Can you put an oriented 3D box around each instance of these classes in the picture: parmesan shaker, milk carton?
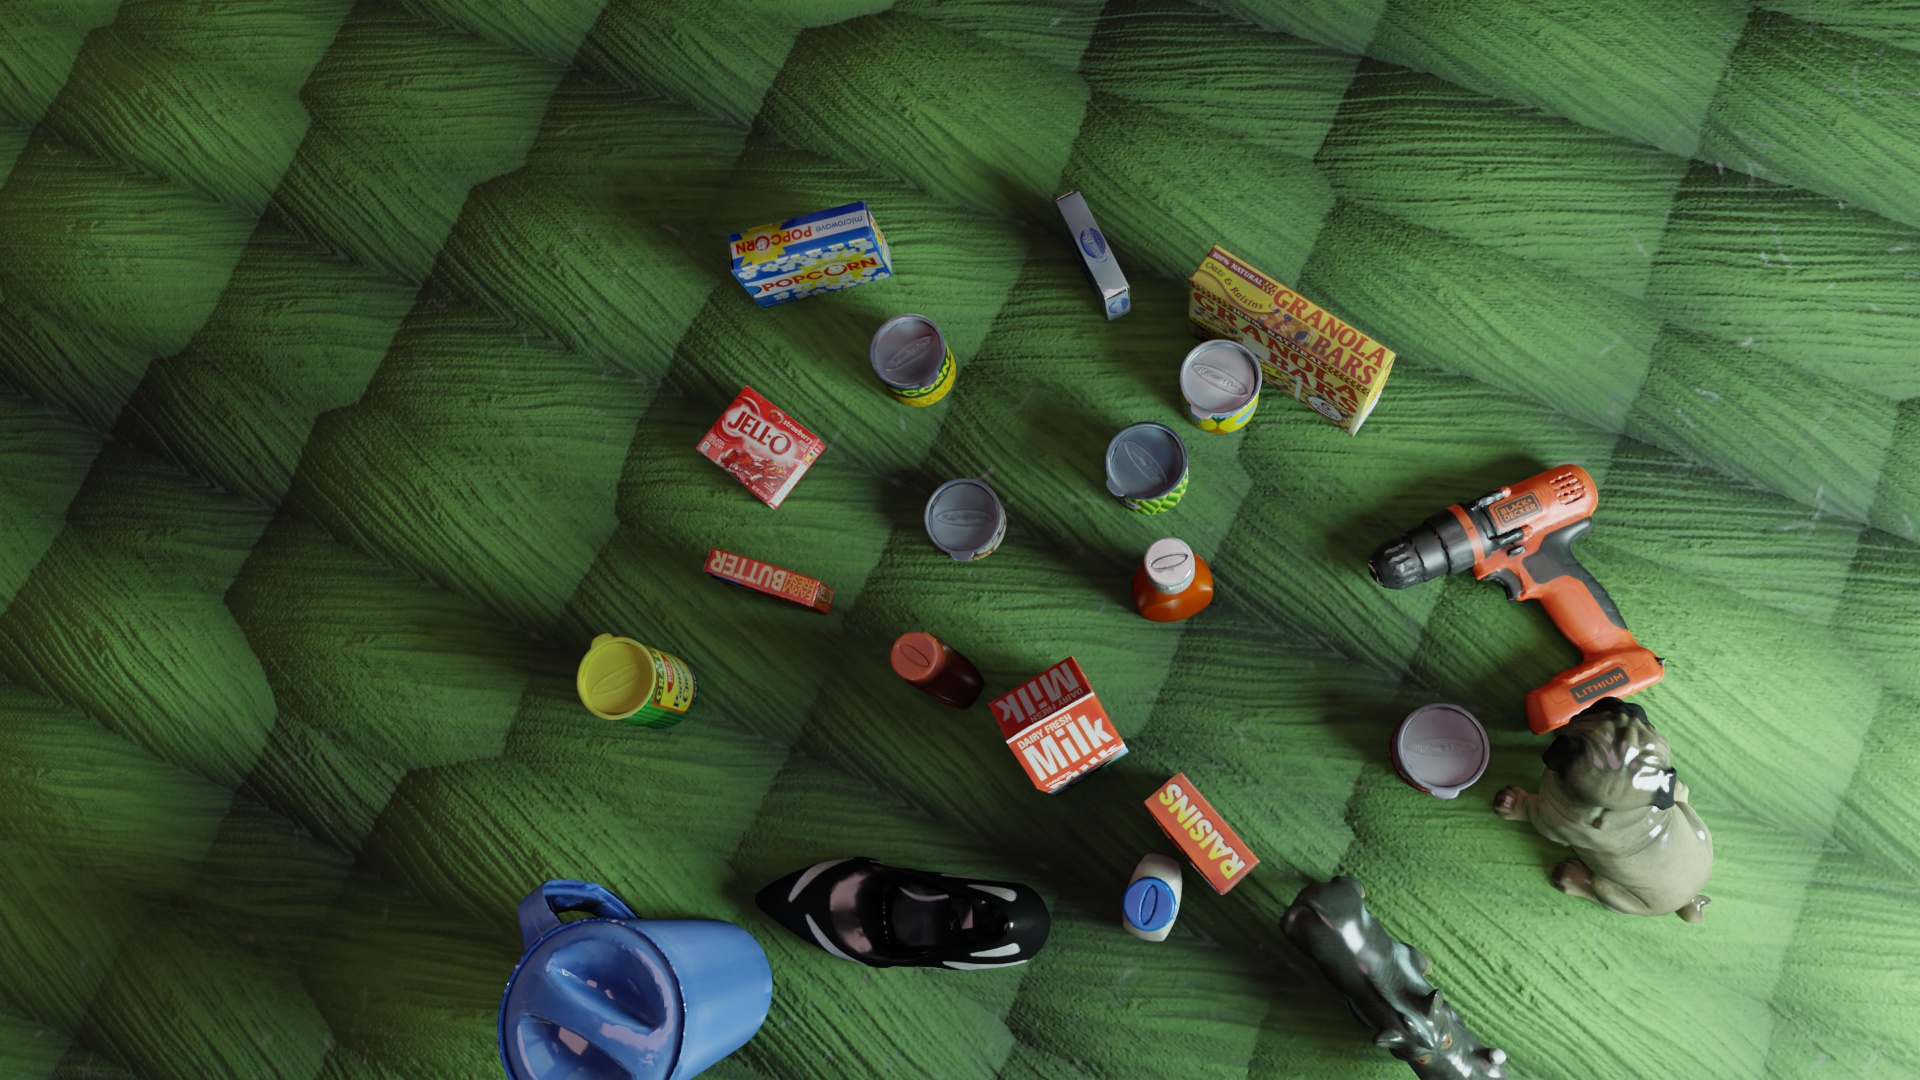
[{"bbox_3d":[-0.266,0.117,1.153,0.071,0.103,0.071,-2,78,9],"label":"parmesan shaker"},{"bbox_3d":[0.075,0.141,1.045,0.072,0.190,0.073,-31,75,2],"label":"milk carton"}]

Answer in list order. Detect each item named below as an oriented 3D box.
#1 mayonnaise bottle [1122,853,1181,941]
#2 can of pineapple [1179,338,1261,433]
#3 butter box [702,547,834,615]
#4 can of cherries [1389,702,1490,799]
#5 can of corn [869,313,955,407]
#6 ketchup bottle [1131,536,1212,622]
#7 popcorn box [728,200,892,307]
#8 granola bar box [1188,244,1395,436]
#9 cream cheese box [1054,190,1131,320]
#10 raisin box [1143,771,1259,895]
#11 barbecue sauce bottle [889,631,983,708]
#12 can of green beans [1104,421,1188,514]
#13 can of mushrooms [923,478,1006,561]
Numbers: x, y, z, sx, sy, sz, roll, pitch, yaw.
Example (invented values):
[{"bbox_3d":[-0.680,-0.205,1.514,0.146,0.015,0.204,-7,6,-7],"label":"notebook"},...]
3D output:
[{"bbox_3d":[0.141,0.265,1.027,0.041,0.148,0.065,14,81,12],"label":"mayonnaise bottle"},{"bbox_3d":[0.213,-0.126,1.151,0.071,0.058,0.071,-2,77,9],"label":"can of pineapple"},{"bbox_3d":[-0.161,0.035,1.180,0.103,0.053,0.024,16,81,13],"label":"butter box"},{"bbox_3d":[0.363,0.162,1.060,0.071,0.058,0.071,-2,77,9],"label":"can of cherries"},{"bbox_3d":[-0.039,-0.152,1.199,0.071,0.058,0.071,-2,77,9],"label":"can of corn"},{"bbox_3d":[0.164,0.031,1.076,0.065,0.148,0.043,-15,76,6],"label":"ketchup bottle"},{"bbox_3d":[-0.131,-0.250,1.222,0.127,0.085,0.038,-12,76,7],"label":"popcorn box"},{"bbox_3d":[0.262,-0.159,1.116,0.166,0.124,0.039,35,86,15],"label":"granola bar box"},{"bbox_3d":[0.115,-0.245,1.196,0.024,0.053,0.104,-26,75,4],"label":"cream cheese box"},{"bbox_3d":[0.180,0.220,1.044,0.040,0.123,0.086,-40,75,0],"label":"raisin box"},{"bbox_3d":[-0.022,0.099,1.092,0.065,0.148,0.044,33,85,15],"label":"barbecue sauce bottle"},{"bbox_3d":[0.154,-0.059,1.145,0.071,0.057,0.071,-2,77,9],"label":"can of green beans"},{"bbox_3d":[0.004,-0.015,1.173,0.071,0.033,0.071,-2,77,9],"label":"can of mushrooms"}]
